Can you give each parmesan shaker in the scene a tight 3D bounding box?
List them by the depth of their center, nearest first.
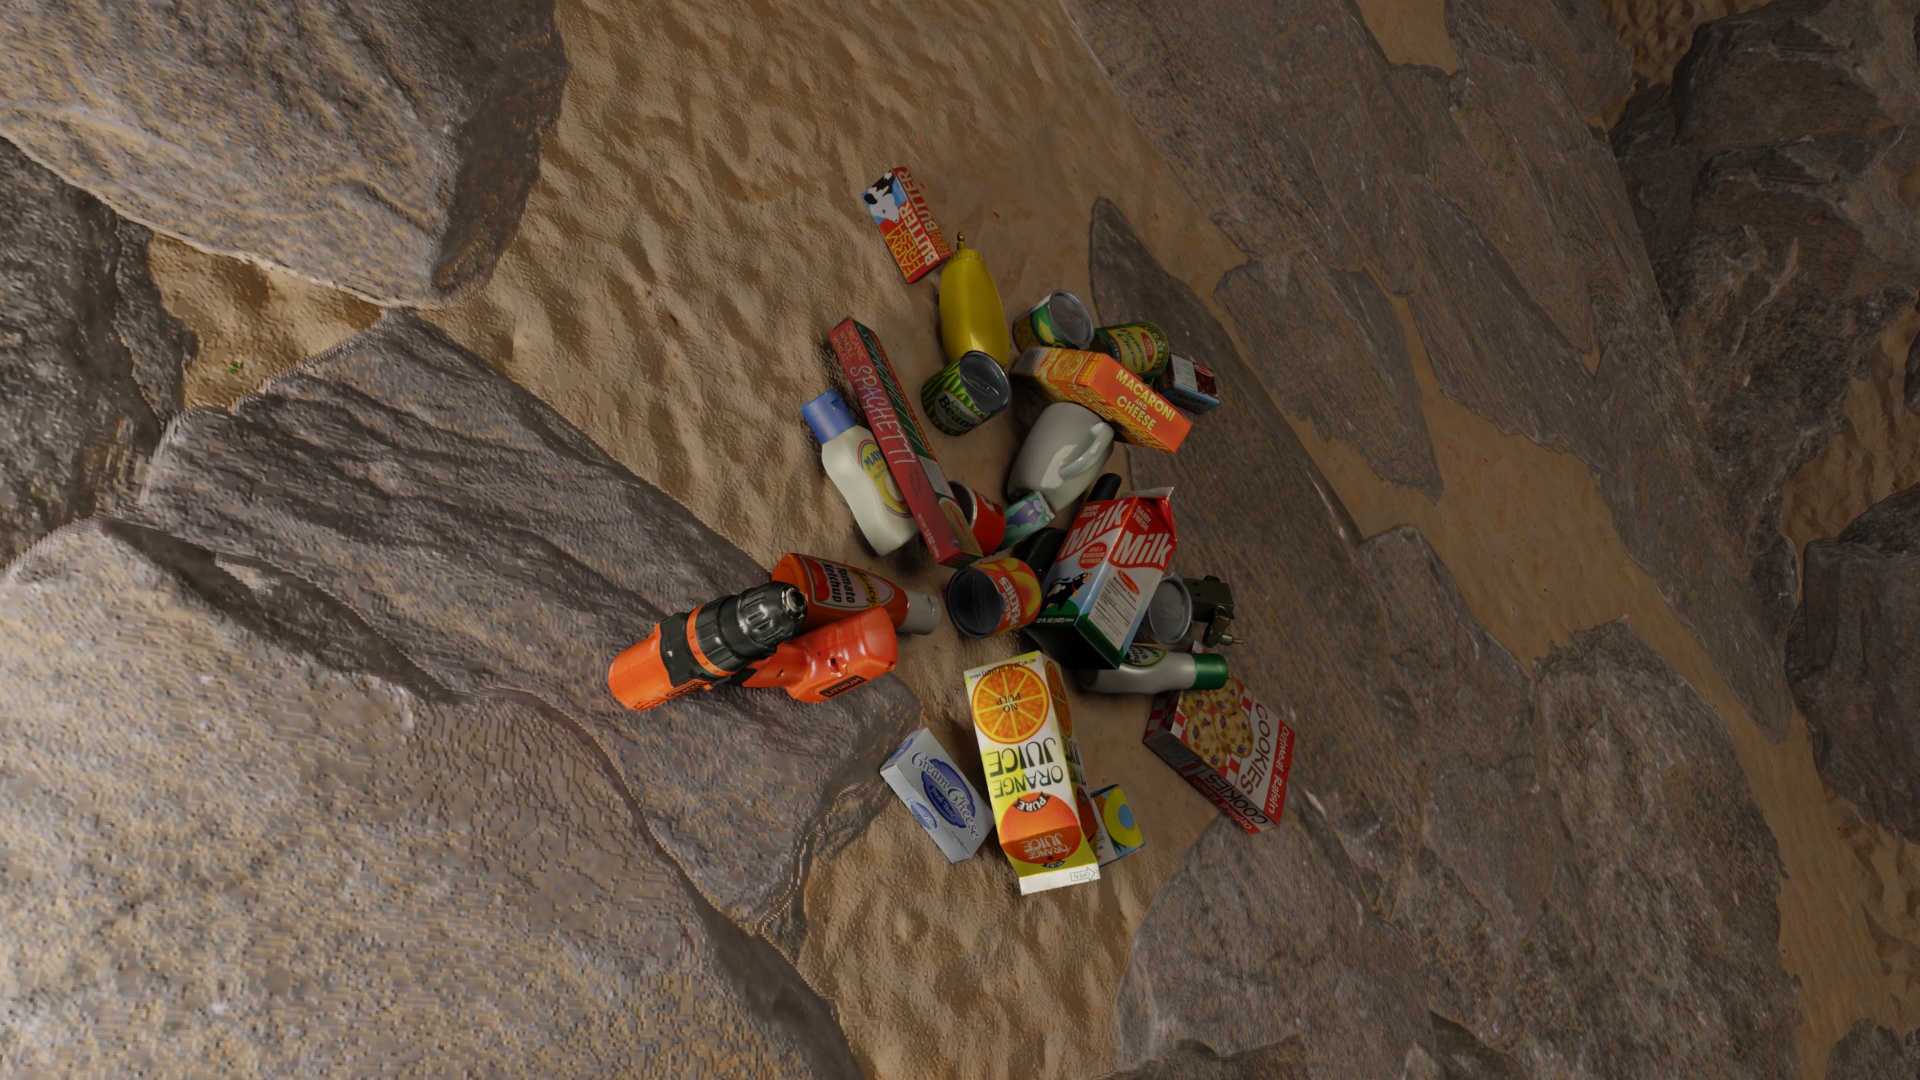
[{"bbox_3d":[0.173,-0.201,1.523,0.103,0.071,0.071,-17,81,-47],"label":"parmesan shaker"}]

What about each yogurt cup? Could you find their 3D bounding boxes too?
[{"bbox_3d":[0.005,-0.016,1.267,0.054,0.072,0.072,20,56,-45],"label":"yogurt cup"}]

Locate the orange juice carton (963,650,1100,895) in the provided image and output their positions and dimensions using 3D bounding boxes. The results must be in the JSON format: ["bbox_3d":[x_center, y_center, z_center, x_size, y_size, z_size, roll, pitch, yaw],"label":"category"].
[{"bbox_3d":[0.064,0.199,1.182,0.073,0.072,0.193,39,36,-67],"label":"orange juice carton"}]

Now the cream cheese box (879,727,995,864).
[{"bbox_3d":[-0.017,0.211,1.152,0.103,0.024,0.054,53,42,-9],"label":"cream cheese box"}]

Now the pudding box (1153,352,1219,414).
[{"bbox_3d":[0.263,-0.183,1.624,0.084,0.030,0.050,14,58,-38],"label":"pudding box"}]

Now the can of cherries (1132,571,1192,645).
[{"bbox_3d":[0.184,0.066,1.355,0.071,0.058,0.071,2,87,-41],"label":"can of cherries"}]

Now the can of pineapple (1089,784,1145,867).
[{"bbox_3d":[0.123,0.254,1.231,0.071,0.070,0.058,-15,79,-47],"label":"can of pineapple"}]

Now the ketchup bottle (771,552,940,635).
[{"bbox_3d":[-0.084,0.052,1.158,0.149,0.043,0.065,13,43,-39],"label":"ketchup bottle"}]

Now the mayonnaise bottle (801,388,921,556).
[{"bbox_3d":[-0.086,-0.062,1.219,0.148,0.041,0.065,58,35,-4],"label":"mayonnaise bottle"}]

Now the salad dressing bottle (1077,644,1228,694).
[{"bbox_3d":[0.188,0.125,1.345,0.148,0.064,0.044,4,107,-24],"label":"salad dressing bottle"}]

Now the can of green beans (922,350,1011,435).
[{"bbox_3d":[0.006,-0.141,1.337,0.071,0.057,0.071,22,55,-35],"label":"can of green beans"}]

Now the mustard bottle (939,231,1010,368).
[{"bbox_3d":[0.009,-0.242,1.402,0.065,0.048,0.161,13,59,-39],"label":"mustard bottle"}]

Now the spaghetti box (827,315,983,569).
[{"bbox_3d":[-0.050,-0.088,1.235,0.050,0.028,0.250,19,42,-64],"label":"spaghetti box"}]

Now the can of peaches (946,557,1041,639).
[{"bbox_3d":[0.032,0.052,1.250,0.058,0.071,0.071,-11,77,-47],"label":"can of peaches"}]

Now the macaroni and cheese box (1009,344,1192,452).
[{"bbox_3d":[0.139,-0.144,1.392,0.123,0.166,0.040,34,85,-26],"label":"macaroni and cheese box"}]

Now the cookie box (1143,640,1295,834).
[{"bbox_3d":[0.269,0.201,1.415,0.167,0.040,0.123,42,45,-19],"label":"cookie box"}]

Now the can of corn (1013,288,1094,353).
[{"bbox_3d":[0.099,-0.221,1.468,0.071,0.058,0.071,22,55,-35],"label":"can of corn"}]

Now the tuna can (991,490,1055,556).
[{"bbox_3d":[0.052,-0.017,1.311,0.071,0.071,0.033,-32,91,-47],"label":"tuna can"}]

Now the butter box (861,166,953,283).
[{"bbox_3d":[-0.053,-0.312,1.377,0.024,0.053,0.103,-27,88,-46],"label":"butter box"}]

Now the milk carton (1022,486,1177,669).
[{"bbox_3d":[0.140,0.025,1.311,0.073,0.072,0.191,45,60,-29],"label":"milk carton"}]
